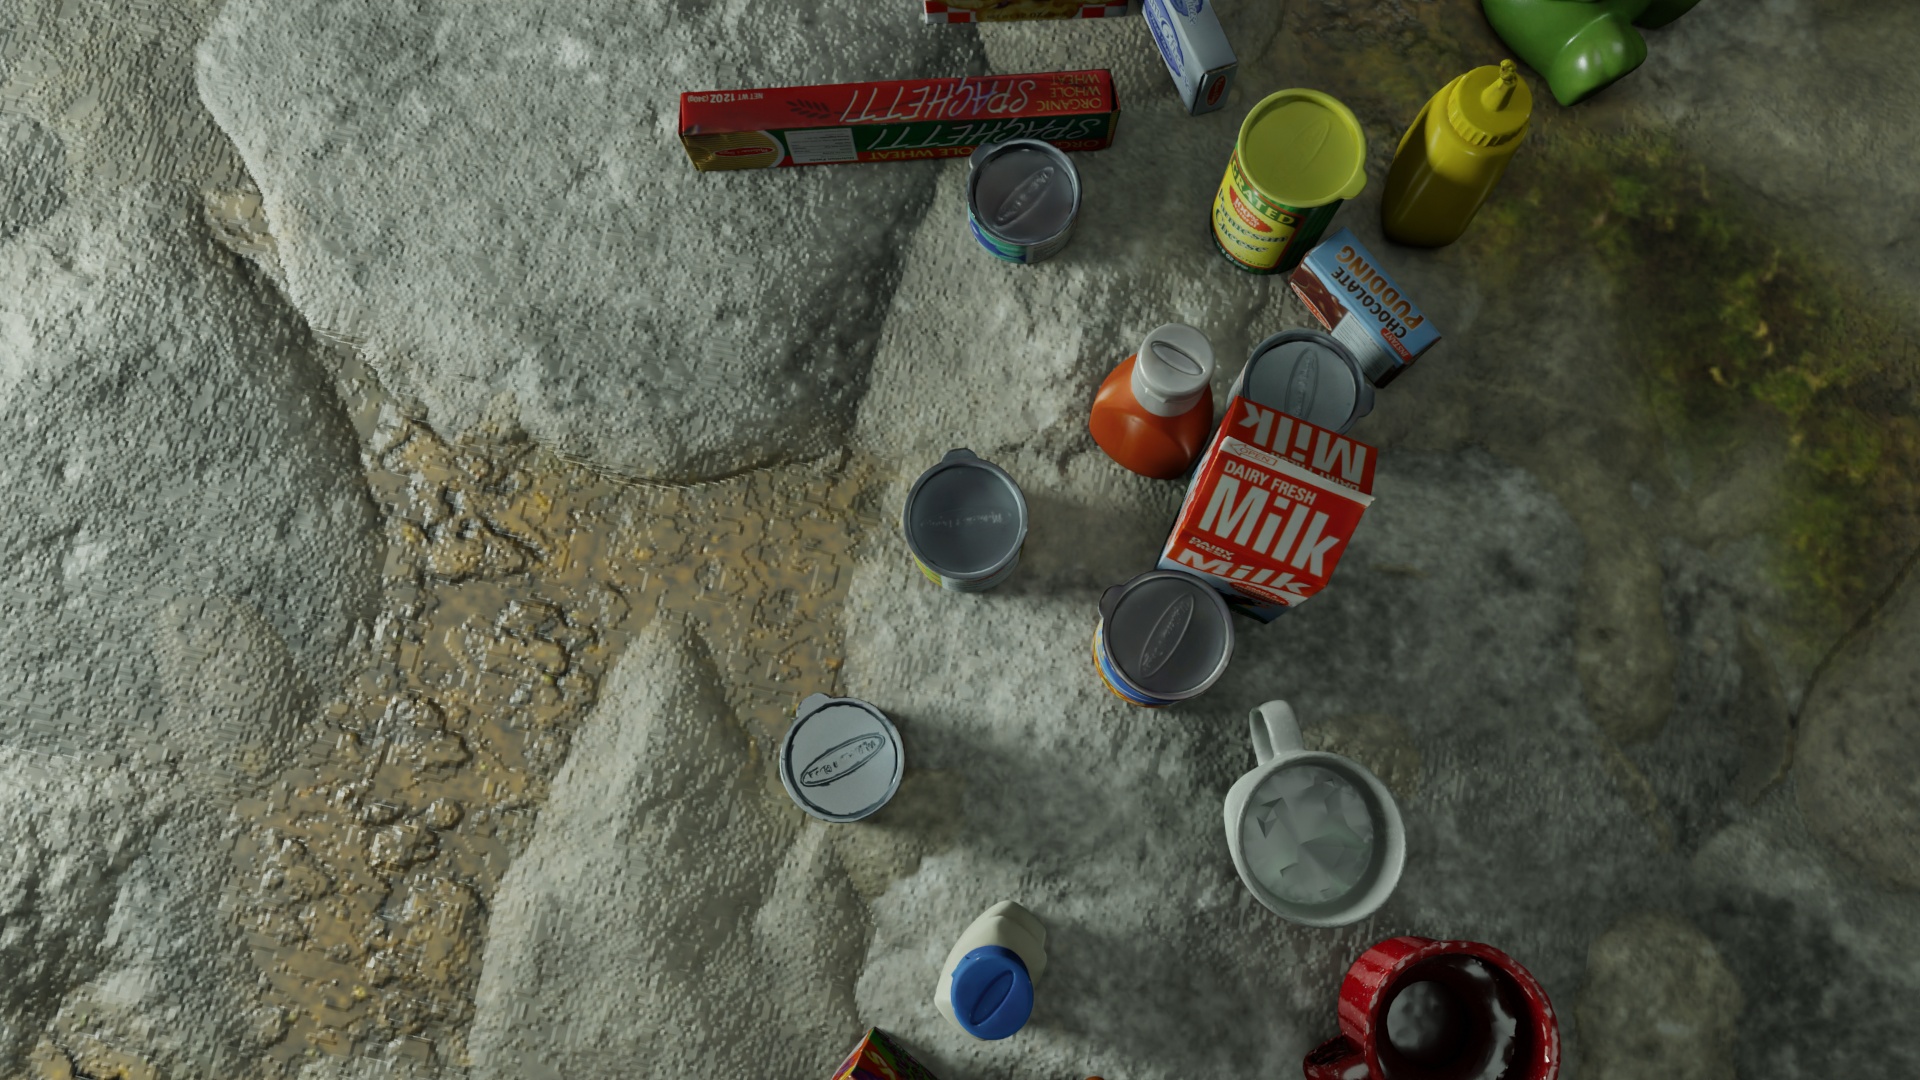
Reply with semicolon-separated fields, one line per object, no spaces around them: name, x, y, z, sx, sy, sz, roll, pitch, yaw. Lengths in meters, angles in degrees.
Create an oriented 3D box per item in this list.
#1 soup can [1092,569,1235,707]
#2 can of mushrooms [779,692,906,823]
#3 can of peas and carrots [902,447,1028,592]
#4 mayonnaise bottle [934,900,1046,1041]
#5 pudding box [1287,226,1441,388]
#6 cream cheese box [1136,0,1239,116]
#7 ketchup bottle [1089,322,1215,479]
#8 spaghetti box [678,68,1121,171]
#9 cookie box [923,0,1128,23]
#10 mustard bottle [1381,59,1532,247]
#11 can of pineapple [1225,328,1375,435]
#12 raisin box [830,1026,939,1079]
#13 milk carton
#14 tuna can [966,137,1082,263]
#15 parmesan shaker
soup can;0.103;0.052;0.732;0.071;0.083;0.071;0;80;1
can of mushrooms;-0.063;0.116;0.748;0.071;0.033;0.071;0;80;1
can of peas and carrots;0.003;-0.010;0.758;0.071;0.058;0.071;0;80;1
mayonnaise bottle;0.015;0.211;0.671;0.041;0.148;0.065;38;83;7
pudding box;0.226;-0.130;0.781;0.030;0.049;0.084;-38;81;-5
cream cheese box;0.129;-0.306;0.814;0.024;0.053;0.104;-21;80;-3
ketchup bottle;0.103;-0.072;0.722;0.065;0.148;0.043;30;82;6
spaghetti box;-0.035;-0.243;0.806;0.250;0.050;0.029;-3;80;0
cookie box;0.037;-0.349;0.765;0.123;0.167;0.040;-2;80;1
mustard bottle;0.267;-0.209;0.739;0.049;0.160;0.065;10;80;3
can of pineapple;0.185;-0.076;0.768;0.071;0.057;0.071;0;80;1
raisin box;-0.028;0.287;0.670;0.086;0.123;0.040;39;83;7
milk carton;0.149;-0.014;0.689;0.072;0.190;0.073;22;81;5
tuna can;0.035;-0.198;0.805;0.071;0.032;0.071;0;80;1
parmesan shaker;0.180;-0.193;0.766;0.071;0.103;0.071;0;80;1
